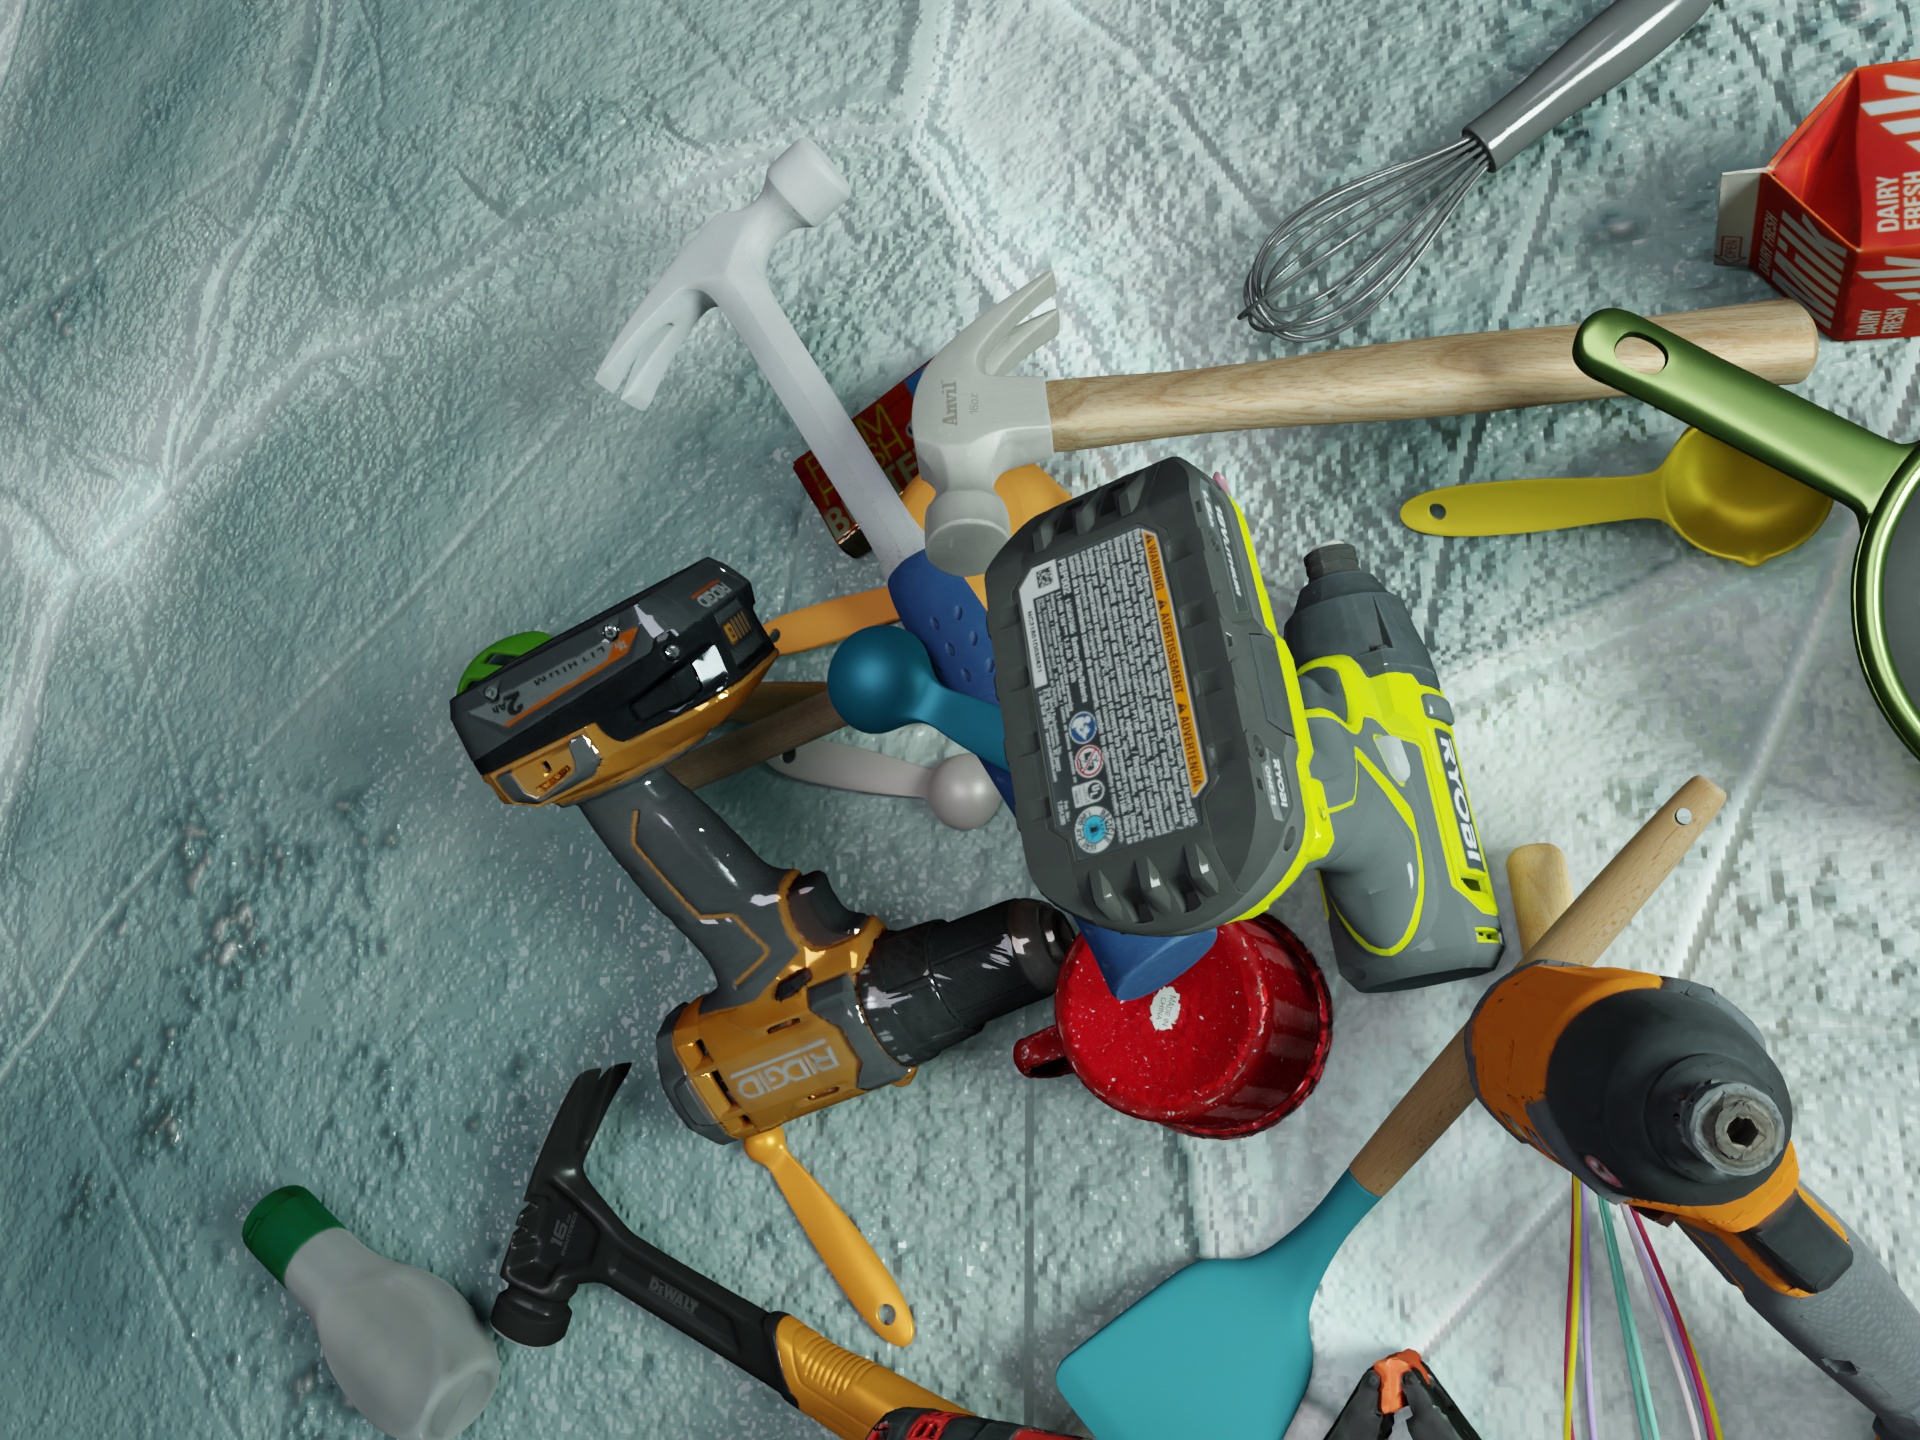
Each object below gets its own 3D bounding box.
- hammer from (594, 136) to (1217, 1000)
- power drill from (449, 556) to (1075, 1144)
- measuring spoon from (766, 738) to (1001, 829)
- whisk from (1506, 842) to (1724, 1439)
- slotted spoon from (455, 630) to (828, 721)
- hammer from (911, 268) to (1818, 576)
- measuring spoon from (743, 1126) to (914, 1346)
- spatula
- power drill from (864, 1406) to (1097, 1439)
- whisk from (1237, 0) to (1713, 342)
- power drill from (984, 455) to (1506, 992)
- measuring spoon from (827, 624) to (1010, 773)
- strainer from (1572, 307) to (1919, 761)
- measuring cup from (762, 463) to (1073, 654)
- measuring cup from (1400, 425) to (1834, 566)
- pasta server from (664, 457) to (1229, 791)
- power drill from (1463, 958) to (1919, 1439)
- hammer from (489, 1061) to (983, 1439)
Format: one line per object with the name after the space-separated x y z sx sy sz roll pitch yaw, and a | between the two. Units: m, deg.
-0.027 -0.065 0.637 0.144 0.035 0.406 -39 60 14 | hammer
-0.075 0.051 0.637 0.185 0.084 0.226 -24 103 22 | power drill
-0.040 0.023 0.710 0.124 0.018 0.034 10 81 27 | measuring spoon
0.216 0.161 0.544 0.047 0.051 0.245 -15 68 26 | whisk
-0.119 -0.011 0.752 0.314 0.031 0.070 1 72 23 | slotted spoon
0.147 -0.127 0.597 0.331 0.031 0.130 -6 54 2 | hammer
-0.057 0.215 0.670 0.021 0.011 0.117 -46 63 7 | measuring spoon
0.157 0.146 0.557 0.082 0.044 0.317 41 105 23 | spatula
0.031 0.354 0.534 0.143 0.078 0.220 -2 85 26 | power drill
0.213 -0.236 0.650 0.239 0.055 0.055 -37 64 7 | whisk
0.106 0.001 0.534 0.080 0.223 0.171 -20 70 33 | power drill
-0.001 -0.002 0.568 0.129 0.021 0.042 25 89 33 | measuring spoon
0.318 -0.062 0.524 0.256 0.069 0.151 33 94 15 | strainer
-0.029 -0.064 0.708 0.173 0.052 0.095 -16 70 18 | measuring cup
0.246 -0.089 0.604 0.156 0.029 0.062 0 118 38 | measuring cup
-0.028 -0.019 0.659 0.316 0.040 0.060 -23 66 18 | pasta server
0.245 0.161 0.437 0.084 0.164 0.226 -44 81 1 | power drill
-0.046 0.260 0.636 0.337 0.034 0.127 20 94 26 | hammer
